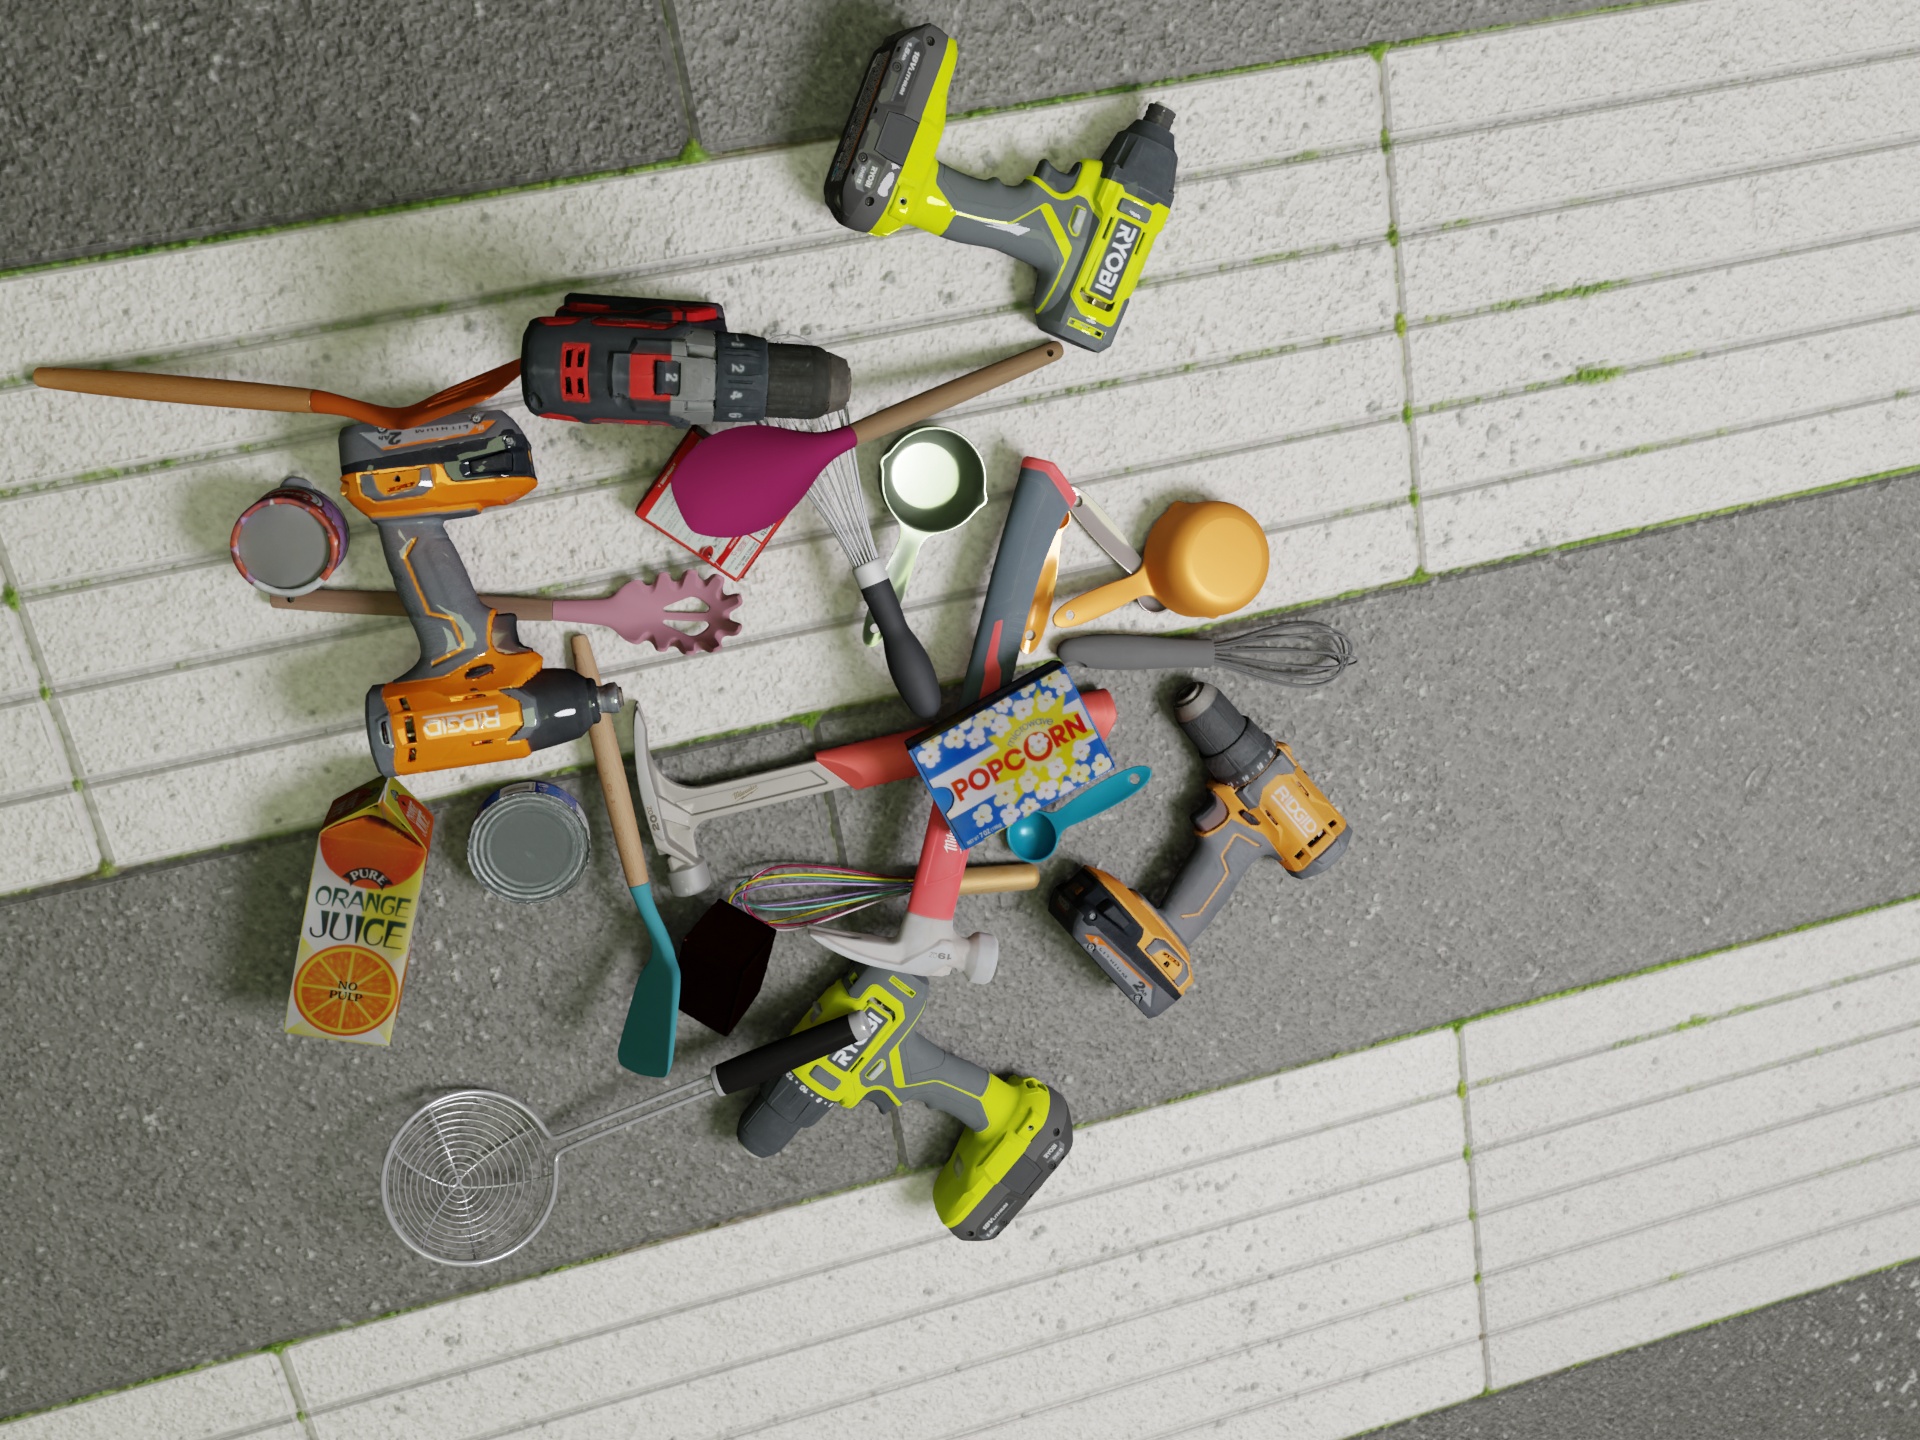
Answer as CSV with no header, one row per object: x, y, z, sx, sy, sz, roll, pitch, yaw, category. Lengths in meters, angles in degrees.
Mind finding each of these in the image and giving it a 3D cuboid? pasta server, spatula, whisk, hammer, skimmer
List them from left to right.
-0.428,-0.211,0.996,0.322,0.081,0.041,6,120,5,spatula
-0.311,-0.079,1.104,0.316,0.040,0.060,2,87,-12,pasta server
-0.246,0.096,1.140,0.044,0.082,0.317,-16,97,-36,spatula
-0.241,0.288,1.167,0.363,0.090,0.127,-22,77,5,skimmer
-0.076,-0.132,1.107,0.070,0.070,0.284,-23,97,-6,whisk
-0.059,0.021,1.190,0.359,0.037,0.149,-13,108,-9,hammer
-0.057,0.129,1.220,0.245,0.051,0.047,-3,104,-18,whisk
-0.002,-0.004,1.157,0.143,0.038,0.386,12,97,-12,hammer
0.191,-0.051,1.223,0.239,0.055,0.055,1,105,-9,whisk

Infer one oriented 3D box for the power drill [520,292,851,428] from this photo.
-0.174,-0.221,0.995,0.188,0.227,0.080,0,105,-13,power drill

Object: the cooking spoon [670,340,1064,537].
-0.053,-0.203,1.080,0.319,0.017,0.068,-28,103,-27,cooking spoon

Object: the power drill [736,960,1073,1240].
-0.044,0.307,1.252,0.228,0.080,0.190,39,93,-17,power drill

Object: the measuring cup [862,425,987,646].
-0.039,-0.134,1.152,0.083,0.038,0.167,19,102,-17,measuring cup

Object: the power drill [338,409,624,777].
-0.318,-0.085,1.054,0.164,0.084,0.226,-8,93,-10,power drill

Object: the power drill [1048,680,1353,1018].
0.174,0.097,1.244,0.226,0.084,0.185,-43,108,-3,power drill

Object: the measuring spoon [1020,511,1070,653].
0.062,-0.106,1.198,0.021,0.011,0.117,8,107,-14,measuring spoon

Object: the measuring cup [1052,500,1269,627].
0.151,-0.105,1.176,0.173,0.052,0.095,-24,101,-19,measuring cup

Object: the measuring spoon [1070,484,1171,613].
0.117,-0.130,1.203,0.034,0.018,0.124,-45,103,-12,measuring spoon

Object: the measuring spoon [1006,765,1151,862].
0.094,0.068,1.227,0.128,0.021,0.042,-31,85,18,measuring spoon

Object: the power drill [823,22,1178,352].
0.035,-0.372,1.085,0.223,0.080,0.171,19,101,-21,power drill
